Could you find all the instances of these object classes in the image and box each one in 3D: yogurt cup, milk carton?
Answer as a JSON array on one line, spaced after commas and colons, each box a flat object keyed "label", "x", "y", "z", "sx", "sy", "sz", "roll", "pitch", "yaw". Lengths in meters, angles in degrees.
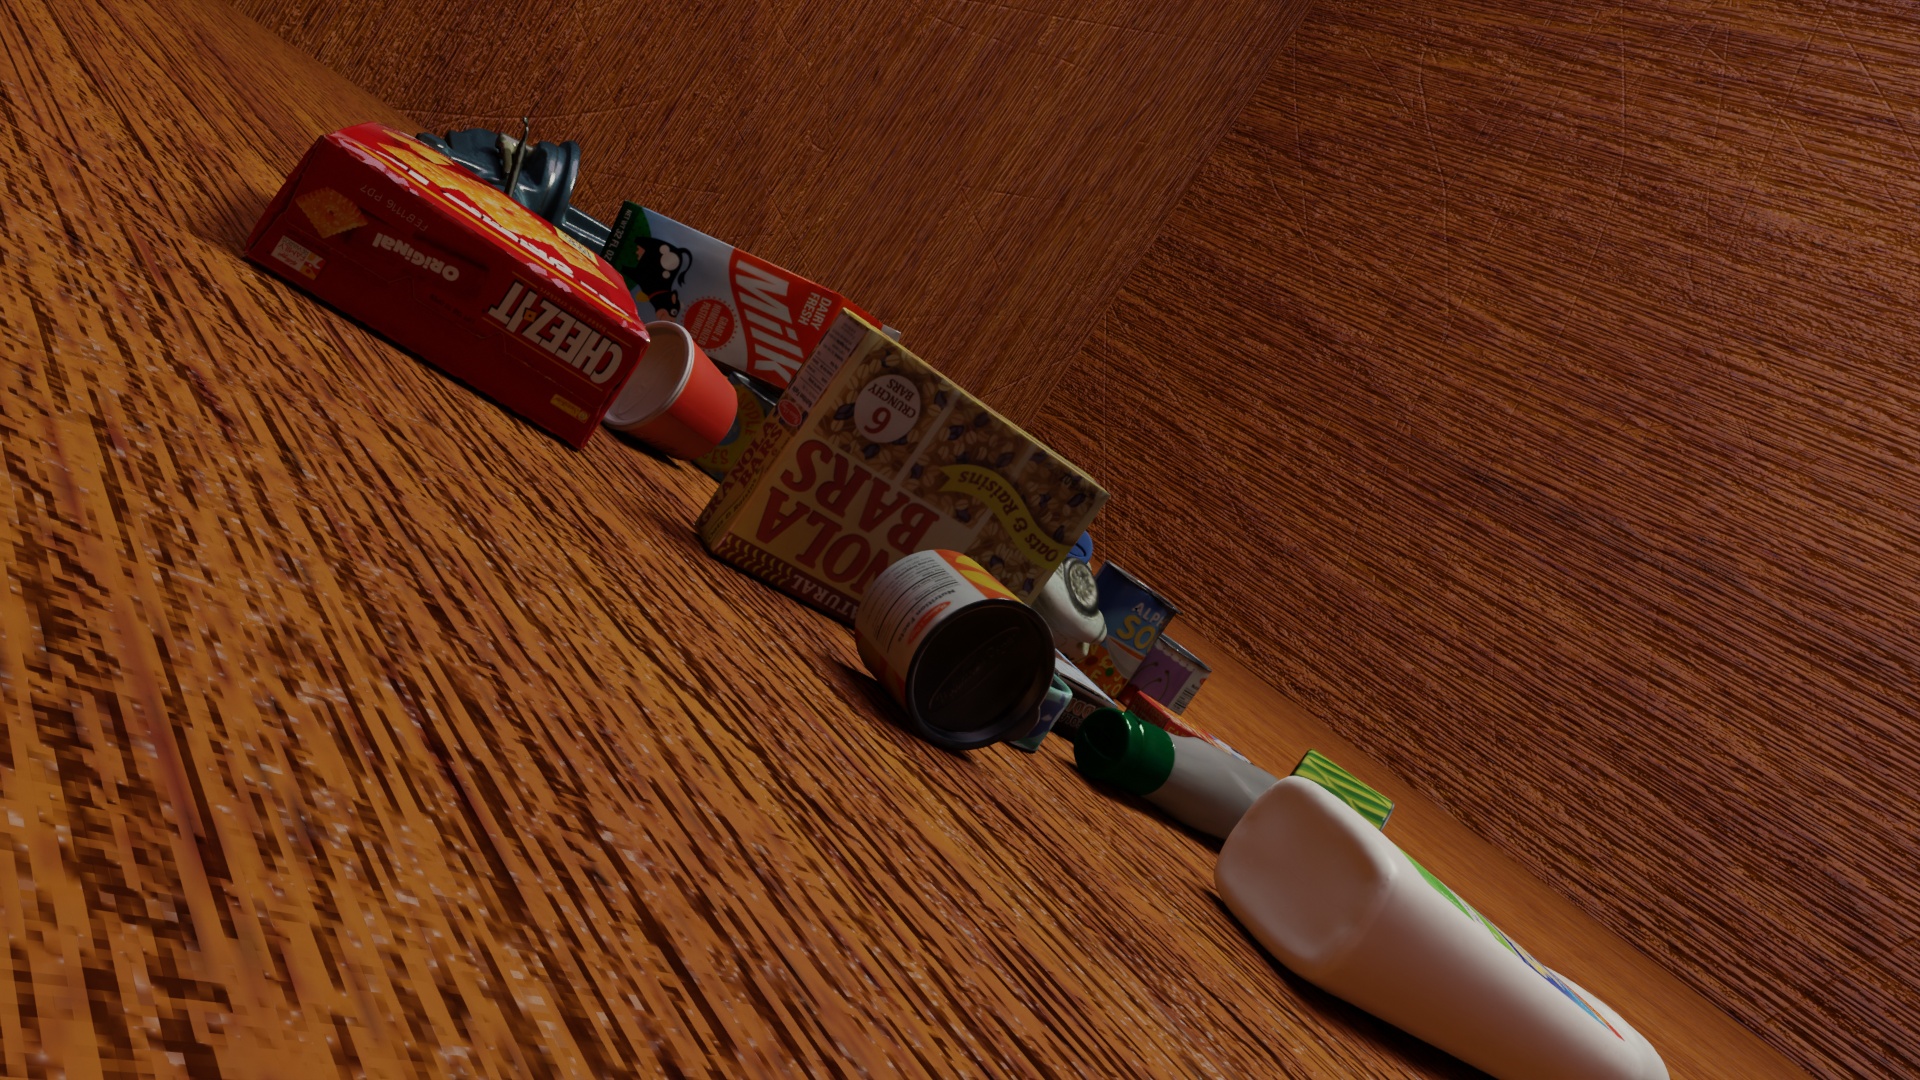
[{"label": "yogurt cup", "x": -0.162, "y": -0.080, "z": 0.775, "sx": 0.072, "sy": 0.072, "sz": 0.054, "roll": 37, "pitch": -3, "yaw": 39}, {"label": "milk carton", "x": -0.139, "y": -0.142, "z": 0.900, "sx": 0.191, "sy": 0.072, "sz": 0.073, "roll": 23, "pitch": -4, "yaw": -4}]

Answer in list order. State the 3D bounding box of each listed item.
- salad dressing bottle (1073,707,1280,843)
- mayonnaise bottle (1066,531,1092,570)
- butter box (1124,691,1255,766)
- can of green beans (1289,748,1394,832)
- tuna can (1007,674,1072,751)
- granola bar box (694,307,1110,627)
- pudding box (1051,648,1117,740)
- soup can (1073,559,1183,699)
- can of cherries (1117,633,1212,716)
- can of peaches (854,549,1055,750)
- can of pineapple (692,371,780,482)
[{"label": "salad dressing bottle", "x": 0.118, "y": 0.125, "z": 0.725, "sx": 0.147, "sy": 0.044, "sz": 0.064, "roll": 29, "pitch": 8, "yaw": -39}, {"label": "mayonnaise bottle", "x": 0.069, "y": 0.028, "z": 1.070, "sx": 0.065, "sy": 0.041, "sz": 0.147, "roll": 32, "pitch": -20, "yaw": 5}, {"label": "butter box", "x": 0.163, "y": 0.144, "z": 0.960, "sx": 0.103, "sy": 0.024, "sz": 0.053, "roll": 32, "pitch": 4, "yaw": -24}, {"label": "can of green beans", "x": 0.215, "y": 0.167, "z": 0.827, "sx": 0.058, "sy": 0.071, "sz": 0.071, "roll": 35, "pitch": 4, "yaw": 15}, {"label": "tuna can", "x": 0.020, "y": 0.070, "z": 0.668, "sx": 0.071, "sy": 0.033, "sz": 0.071, "roll": 33, "pitch": 5, "yaw": -3}, {"label": "granola bar box", "x": -0.025, "y": -0.016, "z": 0.668, "sx": 0.165, "sy": 0.124, "sz": 0.039, "roll": 31, "pitch": 7, "yaw": -35}, {"label": "pudding box", "x": 0.047, "y": 0.079, "z": 0.782, "sx": 0.049, "sy": 0.030, "sz": 0.084, "roll": 30, "pitch": 6, "yaw": -31}, {"label": "soup can", "x": 0.114, "y": 0.068, "z": 1.035, "sx": 0.071, "sy": 0.083, "sz": 0.071, "roll": 34, "pitch": 4, "yaw": -3}, {"label": "can of cherries", "x": 0.150, "y": 0.104, "z": 1.079, "sx": 0.071, "sy": 0.058, "sz": 0.071, "roll": 34, "pitch": 5, "yaw": -3}, {"label": "can of peaches", "x": -0.002, "y": 0.045, "z": 0.570, "sx": 0.071, "sy": 0.071, "sz": 0.058, "roll": 31, "pitch": 4, "yaw": -33}, {"label": "can of pineapple", "x": -0.128, "y": -0.062, "z": 0.849, "sx": 0.071, "sy": 0.058, "sz": 0.071, "roll": 34, "pitch": 4, "yaw": -3}]
